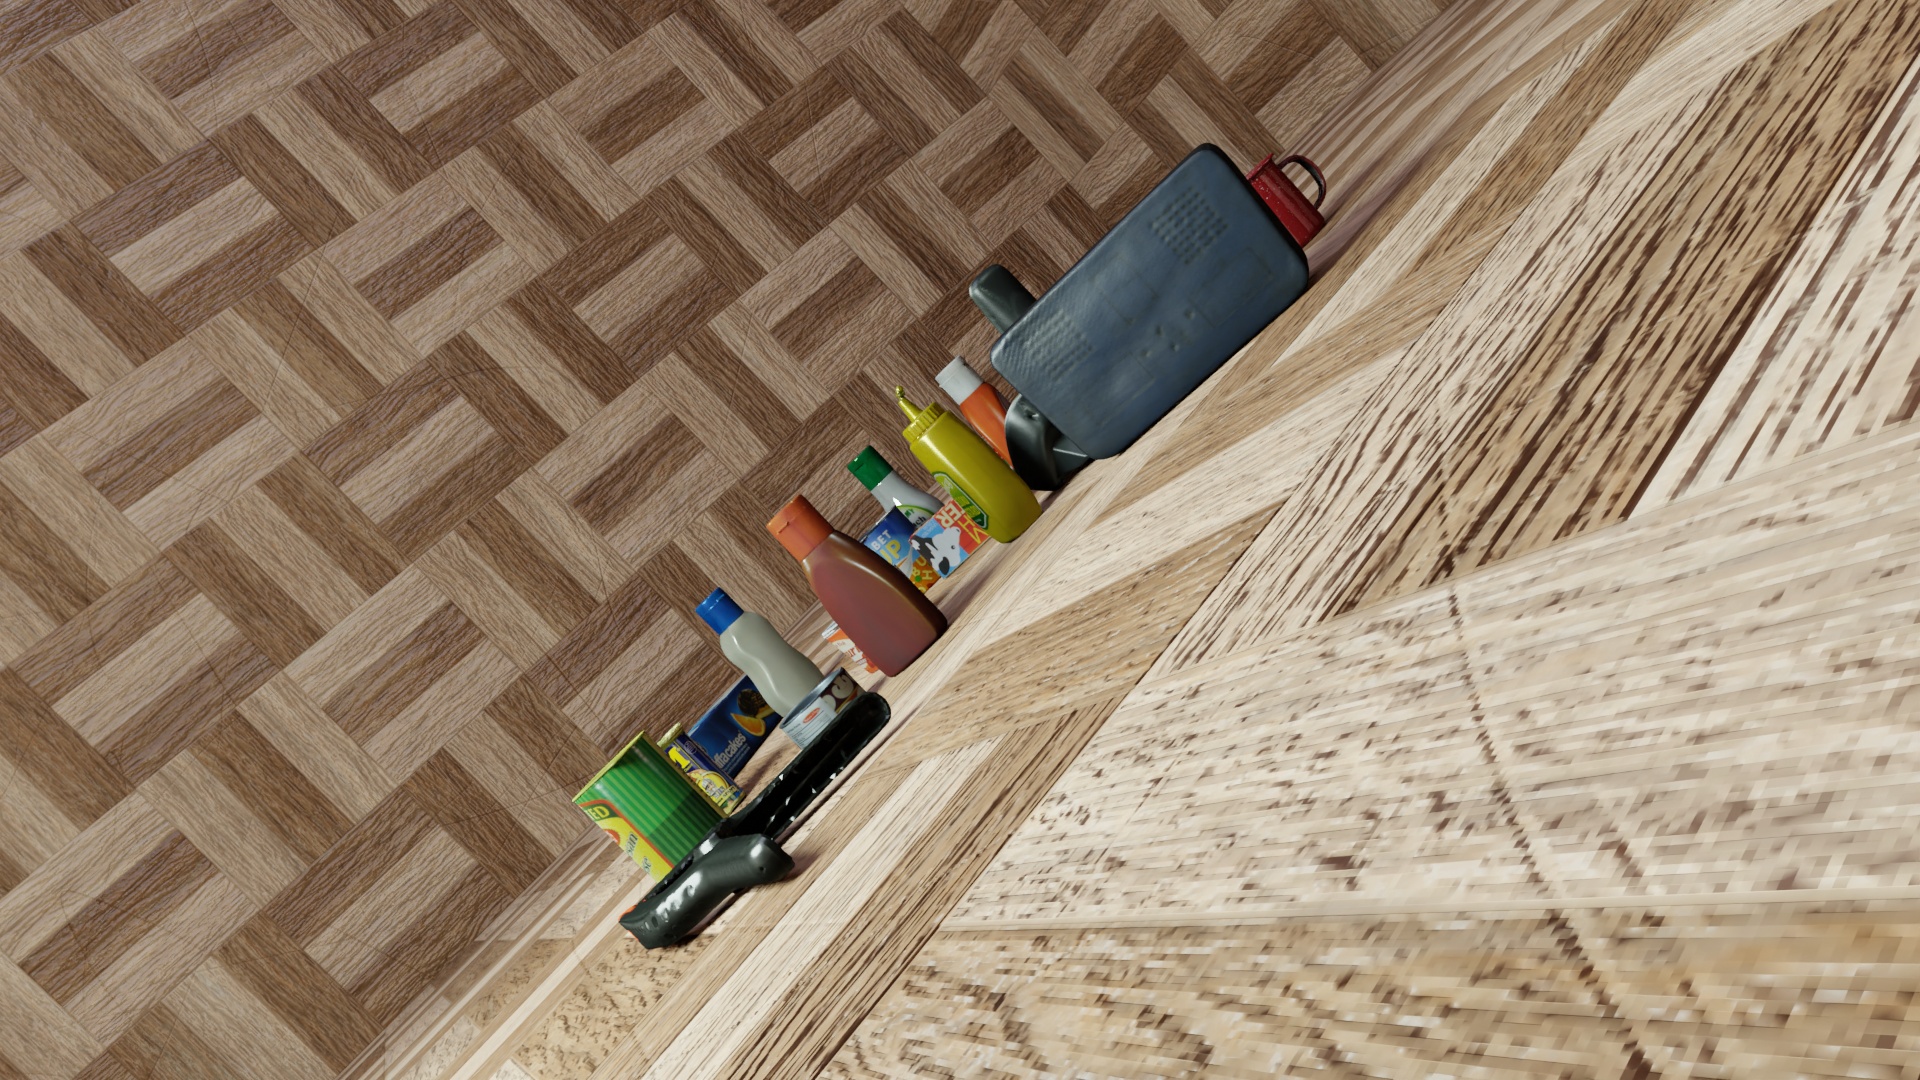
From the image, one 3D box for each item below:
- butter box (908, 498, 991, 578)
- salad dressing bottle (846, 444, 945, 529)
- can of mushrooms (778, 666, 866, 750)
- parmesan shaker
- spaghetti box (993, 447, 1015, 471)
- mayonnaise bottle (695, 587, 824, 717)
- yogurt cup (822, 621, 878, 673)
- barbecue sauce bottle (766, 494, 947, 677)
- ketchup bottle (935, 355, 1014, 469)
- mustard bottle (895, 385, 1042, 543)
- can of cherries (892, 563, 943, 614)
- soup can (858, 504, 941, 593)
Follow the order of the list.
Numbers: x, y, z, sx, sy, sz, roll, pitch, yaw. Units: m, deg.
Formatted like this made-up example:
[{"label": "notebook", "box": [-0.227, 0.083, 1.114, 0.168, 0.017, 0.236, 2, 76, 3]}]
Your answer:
[{"label": "butter box", "box": [0.005, -0.017, 1.330, 0.103, 0.053, 0.024, -43, 4, 13]}, {"label": "salad dressing bottle", "box": [-0.060, -0.039, 1.507, 0.064, 0.147, 0.044, -42, 5, 29]}, {"label": "can of mushrooms", "box": [-0.102, 0.129, 1.053, 0.071, 0.033, 0.071, -44, 4, 4]}, {"label": "parmesan shaker", "box": [-0.204, 0.189, 0.949, 0.071, 0.103, 0.071, -44, 4, 4]}, {"label": "spaghetti box", "box": [0.091, -0.114, 1.485, 0.029, 0.050, 0.249, -47, 6, -39]}, {"label": "mayonnaise bottle", "box": [-0.212, 0.113, 1.447, 0.041, 0.148, 0.065, -40, 6, 45]}, {"label": "yogurt cup", "box": [-0.075, 0.075, 1.178, 0.072, 0.054, 0.072, -44, 4, 4]}, {"label": "barbecue sauce bottle", "box": [-0.081, 0.030, 1.036, 0.064, 0.148, 0.044, -42, 4, 25]}, {"label": "ketchup bottle", "box": [0.037, -0.124, 1.429, 0.043, 0.149, 0.065, -43, 4, 18]}, {"label": "mustard bottle", "box": [-0.002, -0.067, 1.164, 0.049, 0.160, 0.065, -45, 4, -15]}, {"label": "can of cherries", "box": [-0.055, 0.061, 1.102, 0.071, 0.058, 0.071, -44, 4, 4]}, {"label": "soup can", "box": [-0.062, 0.018, 1.409, 0.071, 0.084, 0.071, -44, 4, 4]}]
